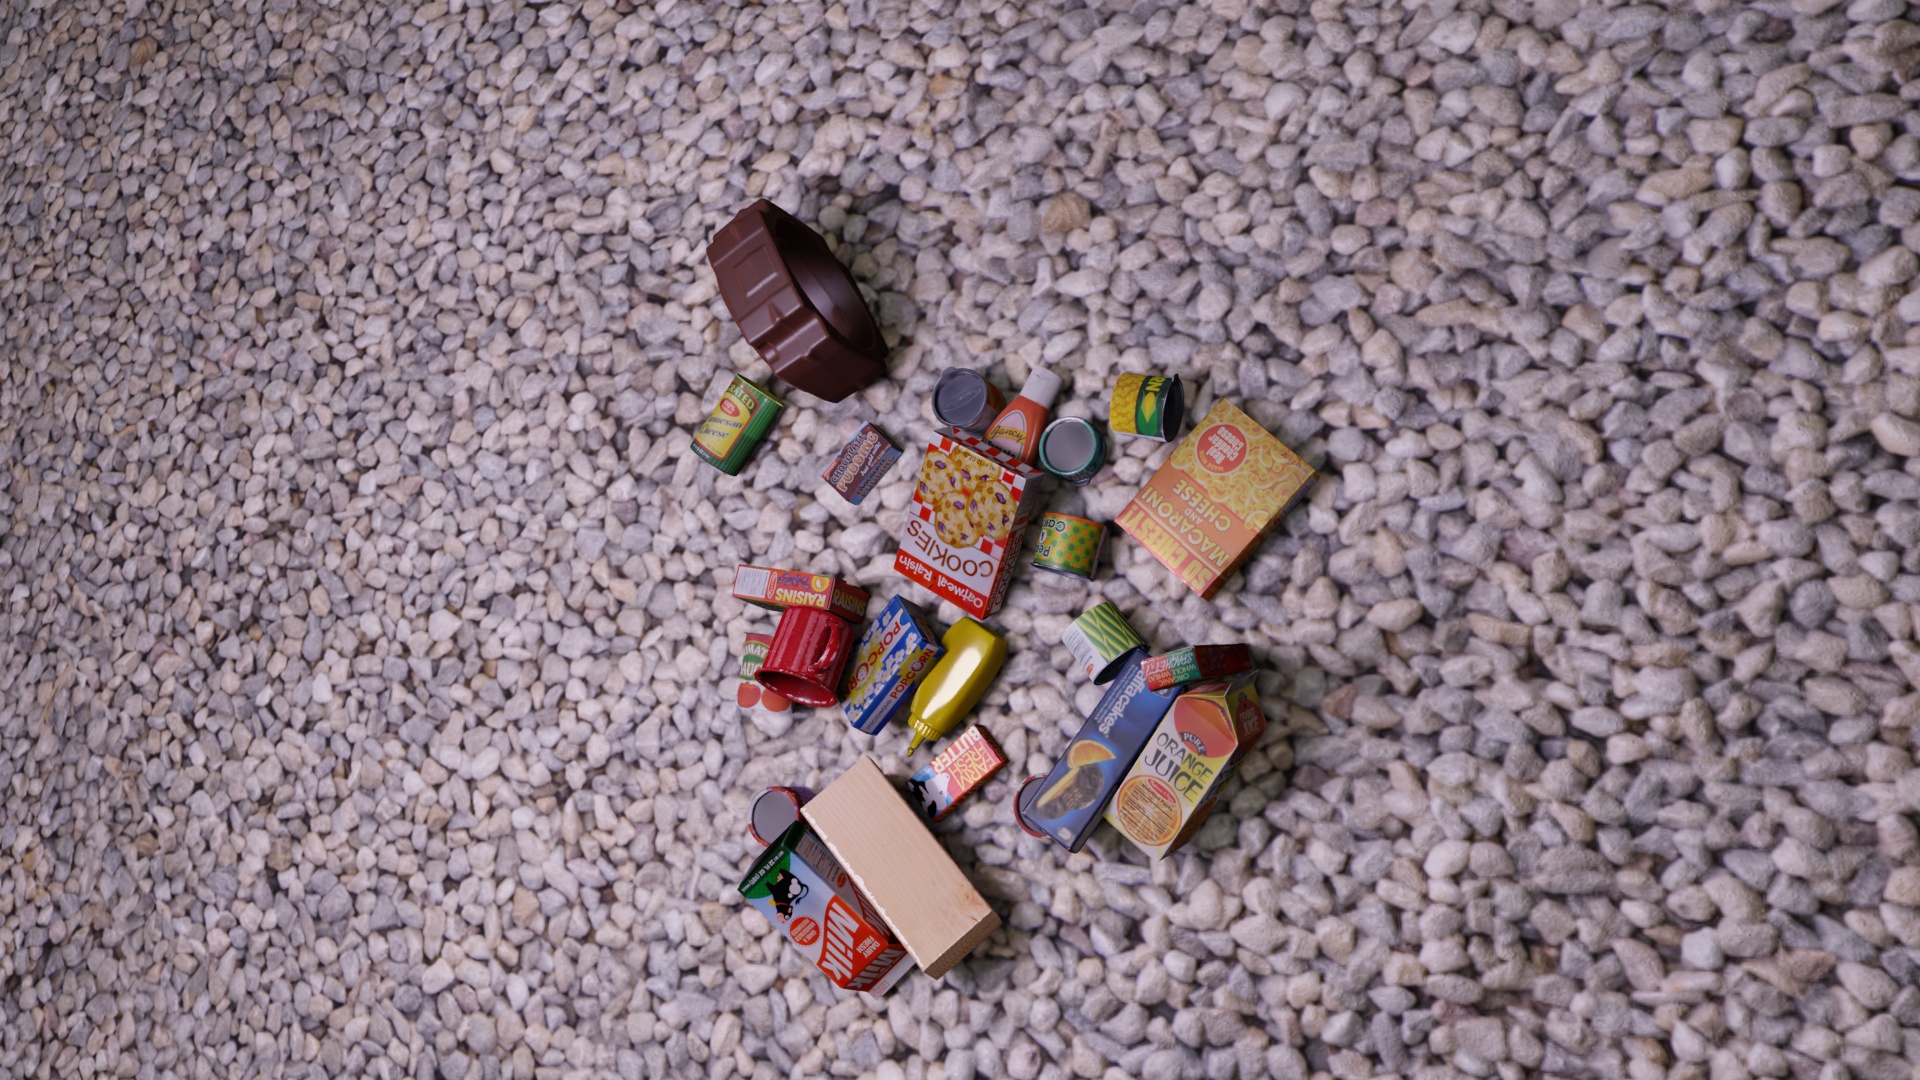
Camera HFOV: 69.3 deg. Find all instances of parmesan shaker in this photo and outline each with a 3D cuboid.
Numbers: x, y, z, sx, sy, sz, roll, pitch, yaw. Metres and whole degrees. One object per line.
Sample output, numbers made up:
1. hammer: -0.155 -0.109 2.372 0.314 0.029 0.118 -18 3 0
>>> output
1. parmesan shaker: -0.259 -0.132 1.616 0.071 0.071 0.103 36 95 25

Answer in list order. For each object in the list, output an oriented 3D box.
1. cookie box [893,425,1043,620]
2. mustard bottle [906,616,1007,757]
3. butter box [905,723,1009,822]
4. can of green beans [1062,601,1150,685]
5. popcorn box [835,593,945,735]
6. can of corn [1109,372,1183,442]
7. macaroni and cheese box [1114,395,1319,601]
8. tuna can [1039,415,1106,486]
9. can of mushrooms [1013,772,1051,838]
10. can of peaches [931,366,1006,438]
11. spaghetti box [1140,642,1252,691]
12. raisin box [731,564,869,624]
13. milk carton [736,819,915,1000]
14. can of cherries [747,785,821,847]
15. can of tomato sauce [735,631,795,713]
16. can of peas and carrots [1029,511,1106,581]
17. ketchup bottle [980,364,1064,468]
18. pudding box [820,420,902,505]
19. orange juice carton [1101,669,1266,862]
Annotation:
1. cookie box: 0.005 -0.018 1.462 0.123 0.040 0.166 29 115 26
2. mustard bottle: -0.014 0.159 1.463 0.065 0.049 0.160 35 95 32
3. butter box: -0.003 0.244 1.455 0.103 0.024 0.053 -42 66 10
4. can of green beans: 0.145 0.103 1.397 0.071 0.071 0.058 -41 67 11
5. popcorn box: -0.079 0.133 1.477 0.126 0.038 0.085 -52 36 13
6. can of corn: 0.191 -0.139 1.425 0.058 0.071 0.071 10 84 25
7. macaroni and cheese box: 0.257 -0.041 1.393 0.124 0.040 0.166 44 97 24
8. tuna can: 0.119 -0.094 1.466 0.071 0.033 0.071 -5 77 22
9. can of mushrooms: 0.087 0.270 1.407 0.071 0.033 0.071 -4 79 22
10. can of peaches: 0.009 -0.150 1.510 0.071 0.058 0.071 -5 78 23
11. spaghetti box: 0.218 0.113 1.264 0.050 0.250 0.029 -18 80 19
12. raisin box: -0.175 0.059 1.531 0.123 0.086 0.040 7 78 24
13. milk carton: -0.132 0.388 1.434 0.190 0.073 0.072 43 100 -2
14. can of cherries: -0.186 0.300 1.503 0.071 0.058 0.071 -5 78 23
15. can of tomato sauce: -0.212 0.147 1.538 0.071 0.071 0.083 4 82 24
16. can of peas and carrots: 0.110 0.006 1.430 0.071 0.071 0.059 13 84 25
17. ketchup bottle: 0.062 -0.115 1.489 0.065 0.043 0.148 28 91 25
18. pudding box: -0.112 -0.088 1.564 0.083 0.030 0.050 -49 65 7
19. orange juice carton: 0.221 0.203 1.312 0.073 0.072 0.192 39 114 24
